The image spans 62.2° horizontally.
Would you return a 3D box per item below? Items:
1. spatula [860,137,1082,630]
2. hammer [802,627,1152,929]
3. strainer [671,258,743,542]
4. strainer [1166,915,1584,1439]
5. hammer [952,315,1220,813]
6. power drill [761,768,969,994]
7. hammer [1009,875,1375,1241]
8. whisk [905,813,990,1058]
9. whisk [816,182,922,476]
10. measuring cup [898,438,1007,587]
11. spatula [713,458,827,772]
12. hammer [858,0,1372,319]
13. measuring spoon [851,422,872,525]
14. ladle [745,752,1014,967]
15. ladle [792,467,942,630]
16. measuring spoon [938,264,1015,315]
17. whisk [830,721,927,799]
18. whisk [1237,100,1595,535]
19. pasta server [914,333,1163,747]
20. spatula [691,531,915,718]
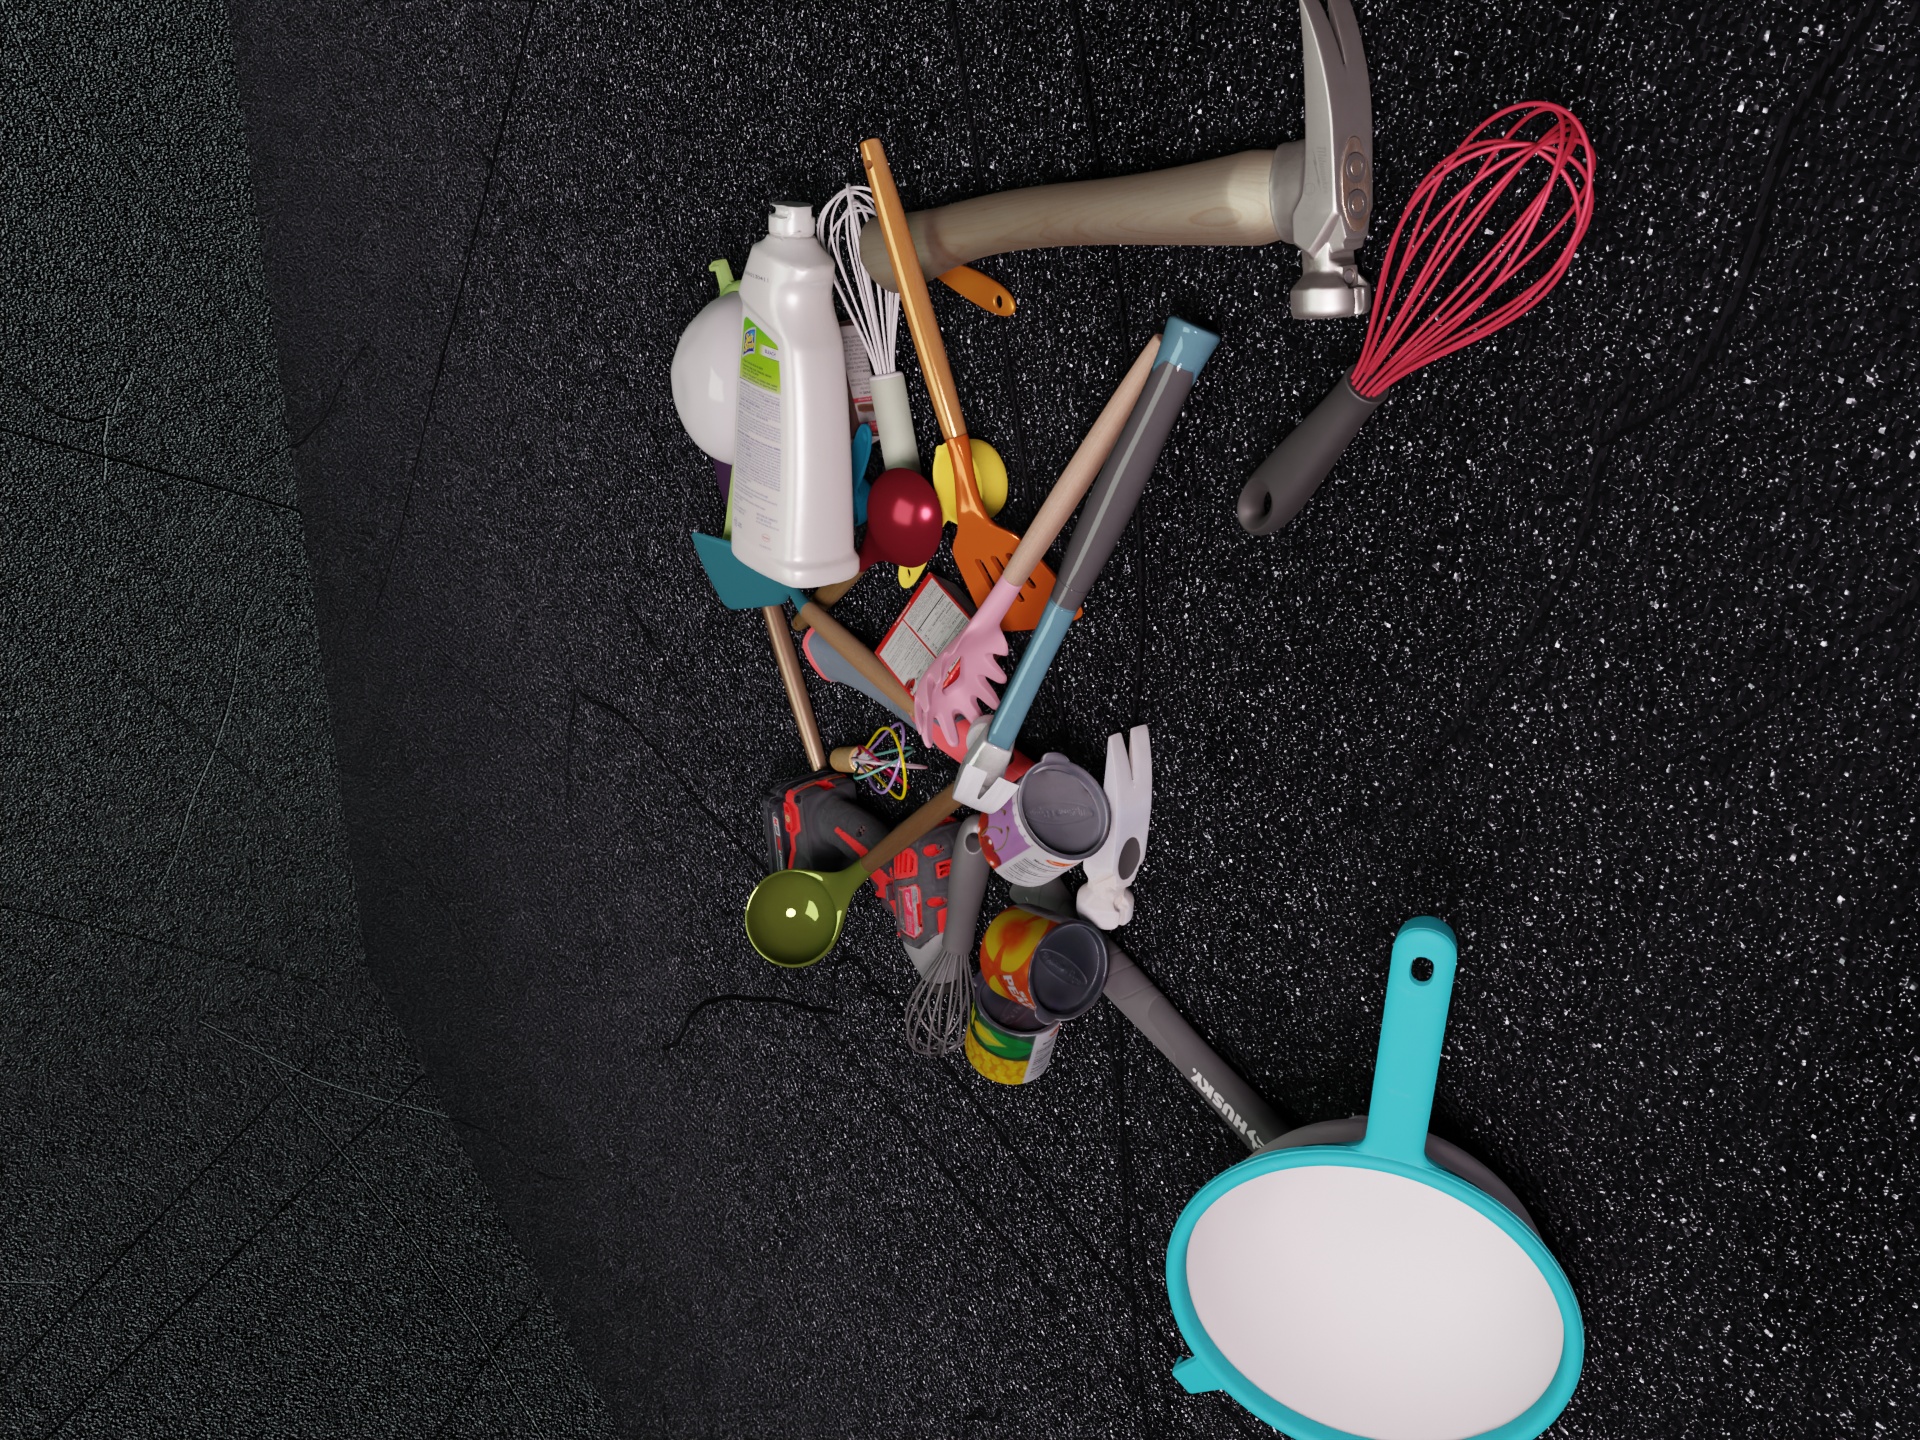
[{"bbox_3d":[-0.005,-0.205,1.008,0.081,0.041,0.322,-7,105,41],"label":"spatula"},{"bbox_3d":[-0.002,-0.004,1.151,0.387,0.038,0.143,35,131,45],"label":"hammer"},{"bbox_3d":[-0.192,-0.218,1.248,0.152,0.069,0.256,53,144,35],"label":"strainer"},{"bbox_3d":[0.224,0.233,0.830,0.211,0.095,0.340,10,117,18],"label":"strainer"},{"bbox_3d":[0.067,-0.083,0.929,0.128,0.033,0.330,-74,7,-61],"label":"hammer"},{"bbox_3d":[-0.068,0.127,1.286,0.220,0.078,0.143,19,120,49],"label":"power drill"},{"bbox_3d":[0.138,0.210,1.038,0.335,0.035,0.146,45,138,38],"label":"hammer"},{"bbox_3d":[-0.005,0.162,1.167,0.055,0.055,0.238,43,137,39],"label":"whisk"},{"bbox_3d":[-0.054,-0.249,1.115,0.059,0.058,0.246,-92,-8,-73],"label":"whisk"},{"bbox_3d":[-0.008,-0.139,1.108,0.062,0.029,0.156,62,150,16],"label":"measuring cup"},{"bbox_3d":[-0.167,-0.104,1.380,0.060,0.018,0.316,-22,85,61],"label":"spatula"},{"bbox_3d":[0.063,-0.296,0.899,0.411,0.038,0.146,16,116,52],"label":"hammer"},{"bbox_3d":[-0.068,-0.184,1.161,0.128,0.021,0.042,119,130,-68],"label":"measuring spoon"},{"bbox_3d":[-0.063,0.099,1.169,0.320,0.062,0.078,-40,76,45],"label":"ladle"},{"bbox_3d":[-0.084,-0.114,1.208,0.069,0.031,0.315,64,156,2],"label":"ladle"},{"bbox_3d":[-0.001,-0.287,1.038,0.117,0.011,0.021,41,136,42],"label":"measuring spoon"},{"bbox_3d":[-0.072,0.034,1.224,0.047,0.051,0.245,52,168,-8],"label":"whisk"},{"bbox_3d":[0.199,-0.170,0.743,0.073,0.073,0.295,63,154,16],"label":"whisk"},{"bbox_3d":[0.049,-0.102,0.981,0.316,0.060,0.040,-57,49,37],"label":"pasta server"},{"bbox_3d":[-0.114,-0.067,1.228,0.318,0.044,0.082,40,158,46],"label":"spatula"}]
